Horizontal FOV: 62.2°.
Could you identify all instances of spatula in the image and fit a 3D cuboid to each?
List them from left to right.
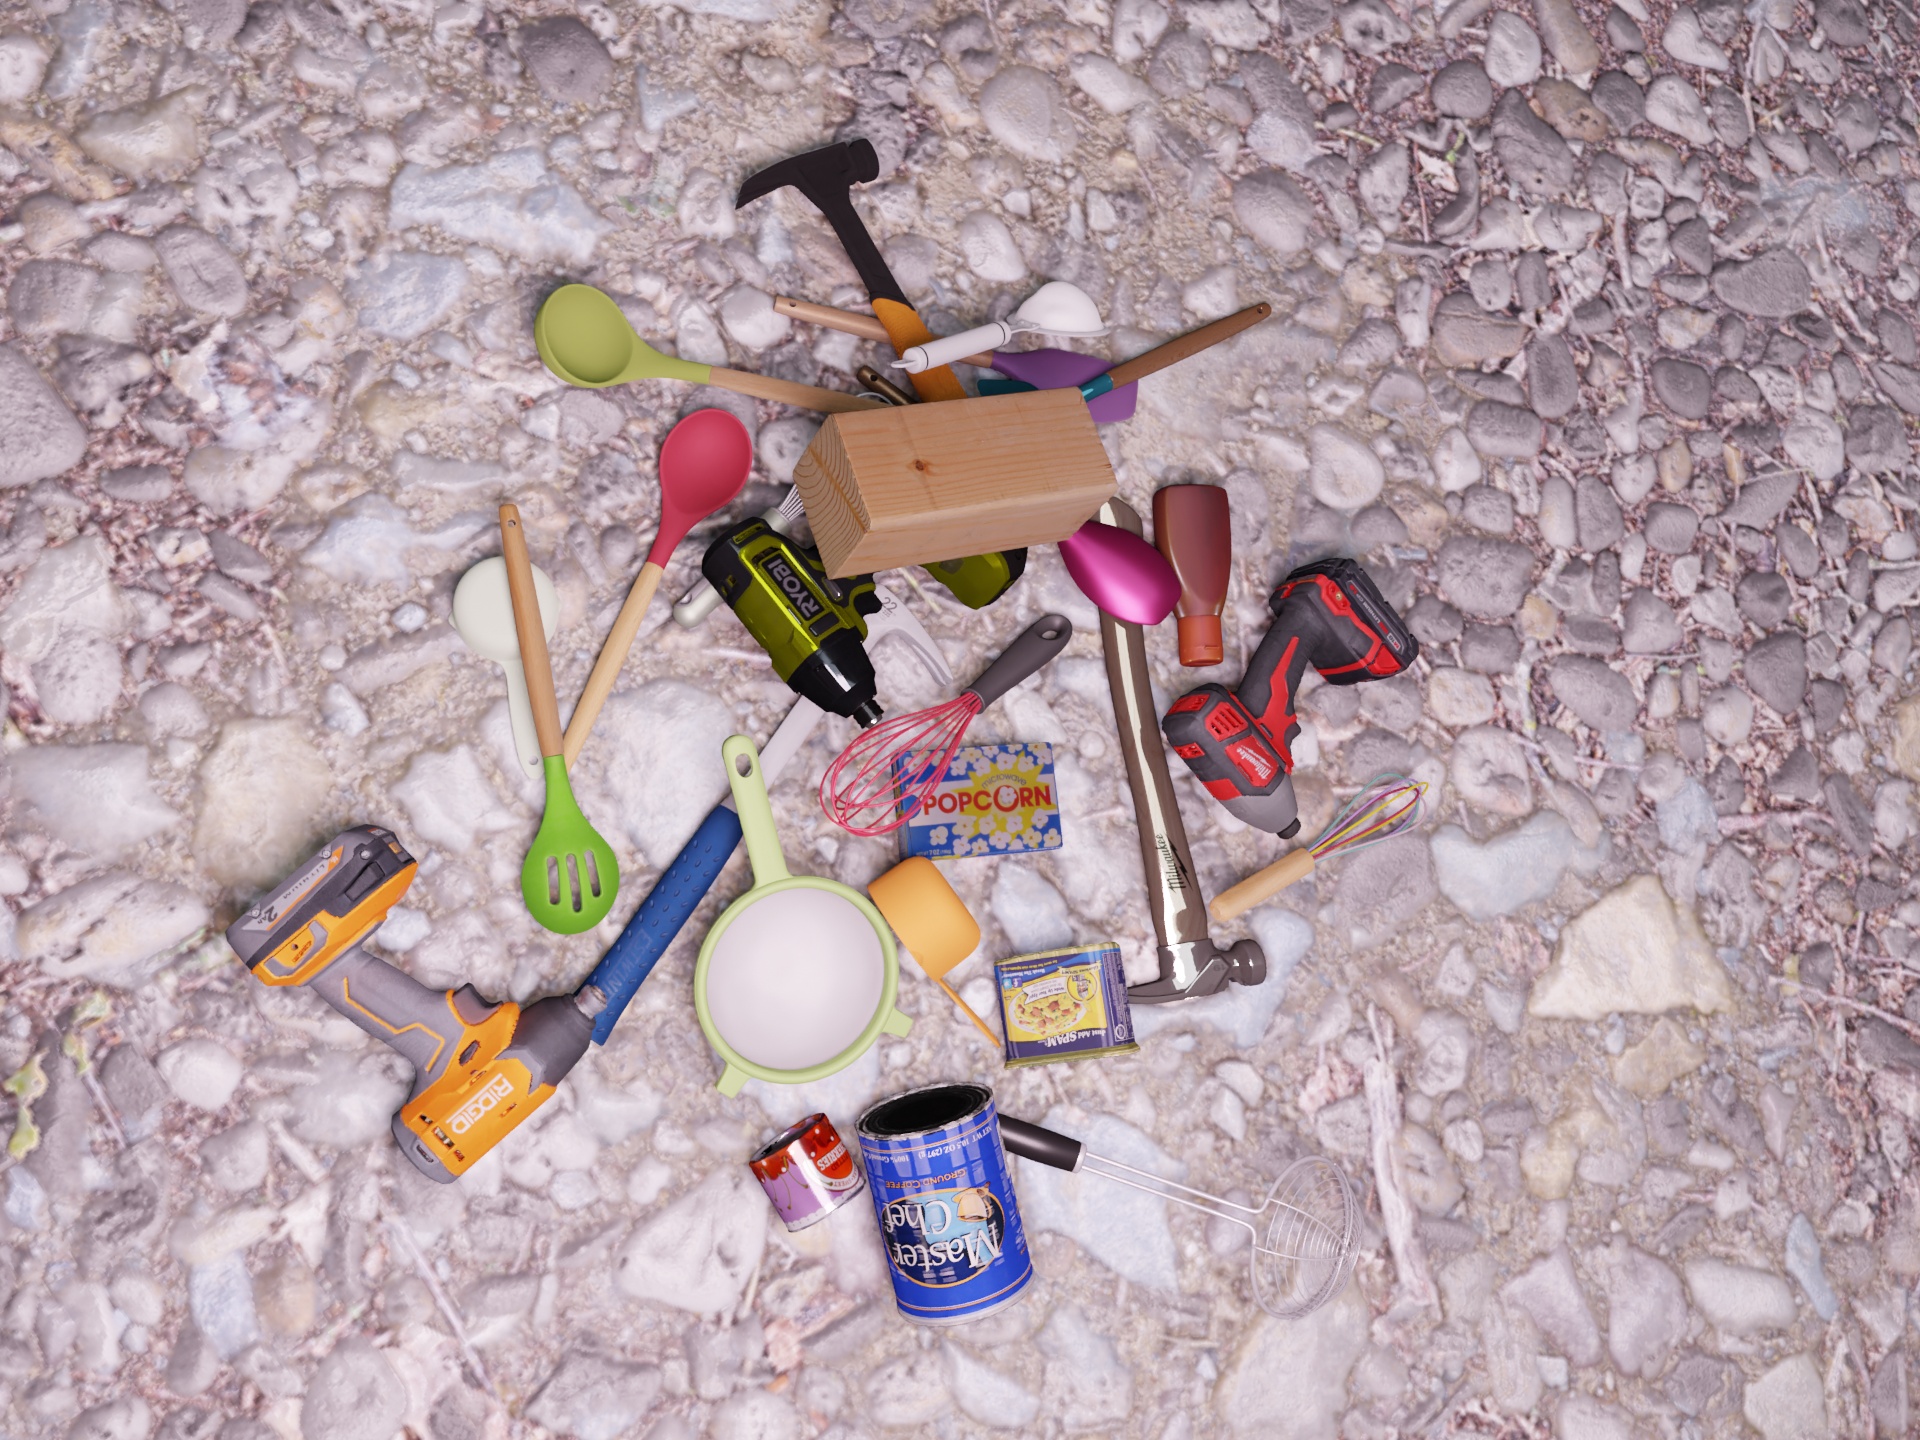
[{"bbox_3d":[0.000,-0.302,1.312,0.315,0.018,0.060,12,77,-15],"label":"spatula"},{"bbox_3d":[0.148,-0.295,1.329,0.317,0.044,0.082,-29,89,-24],"label":"spatula"}]

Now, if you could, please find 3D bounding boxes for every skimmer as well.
[{"bbox_3d":[0.144,0.358,1.232,0.363,0.090,0.127,20,78,-1],"label":"skimmer"}]

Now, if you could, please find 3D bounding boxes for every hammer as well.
[{"bbox_3d":[-0.159,0.065,1.193,0.144,0.035,0.405,36,73,-7],"label":"hammer"},{"bbox_3d":[-0.049,-0.308,1.268,0.127,0.034,0.337,-27,82,-24],"label":"hammer"},{"bbox_3d":[0.139,0.021,1.287,0.146,0.038,0.411,-8,82,-16],"label":"hammer"}]

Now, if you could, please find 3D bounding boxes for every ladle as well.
[{"bbox_3d":[-0.241,-0.094,1.203,0.069,0.031,0.315,24,77,-6],"label":"ladle"},{"bbox_3d":[-0.164,-0.263,1.210,0.320,0.062,0.078,12,73,-2],"label":"ladle"}]

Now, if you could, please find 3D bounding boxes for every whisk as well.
[{"bbox_3d":[-0.135,-0.163,1.236,0.246,0.058,0.059,-48,125,-14],"label":"whisk"},{"bbox_3d":[-0.002,-0.004,1.208,0.073,0.073,0.296,51,52,-3],"label":"whisk"},{"bbox_3d":[0.296,0.101,1.293,0.245,0.047,0.051,-24,90,-28],"label":"whisk"}]

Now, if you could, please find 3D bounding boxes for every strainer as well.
[{"bbox_3d":[-0.138,0.133,1.154,0.151,0.069,0.256,-16,98,-20],"label":"strainer"},{"bbox_3d":[0.037,-0.310,1.262,0.258,0.087,0.050,-29,131,-41],"label":"strainer"}]

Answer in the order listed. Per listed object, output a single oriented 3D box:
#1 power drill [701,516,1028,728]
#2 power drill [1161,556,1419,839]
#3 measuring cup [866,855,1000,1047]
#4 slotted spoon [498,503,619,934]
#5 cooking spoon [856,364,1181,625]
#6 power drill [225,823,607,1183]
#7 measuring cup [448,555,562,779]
[{"bbox_3d":[-0.060,-0.104,1.193,0.223,0.080,0.171,-37,86,-35],"label":"power drill"},{"bbox_3d":[0.269,-0.016,1.287,0.143,0.078,0.220,49,65,-14],"label":"power drill"},{"bbox_3d":[-0.001,0.174,1.195,0.052,0.095,0.173,-38,113,-2],"label":"measuring cup"},{"bbox_3d":[-0.299,0.000,1.143,0.070,0.031,0.314,-10,92,-21],"label":"slotted spoon"},{"bbox_3d":[0.044,-0.186,1.285,0.319,0.017,0.069,37,80,1],"label":"cooking spoon"},{"bbox_3d":[-0.361,0.179,1.081,0.164,0.084,0.226,-41,95,-5],"label":"power drill"},{"bbox_3d":[-0.324,-0.040,1.162,0.083,0.038,0.168,-10,81,-17],"label":"measuring cup"}]
